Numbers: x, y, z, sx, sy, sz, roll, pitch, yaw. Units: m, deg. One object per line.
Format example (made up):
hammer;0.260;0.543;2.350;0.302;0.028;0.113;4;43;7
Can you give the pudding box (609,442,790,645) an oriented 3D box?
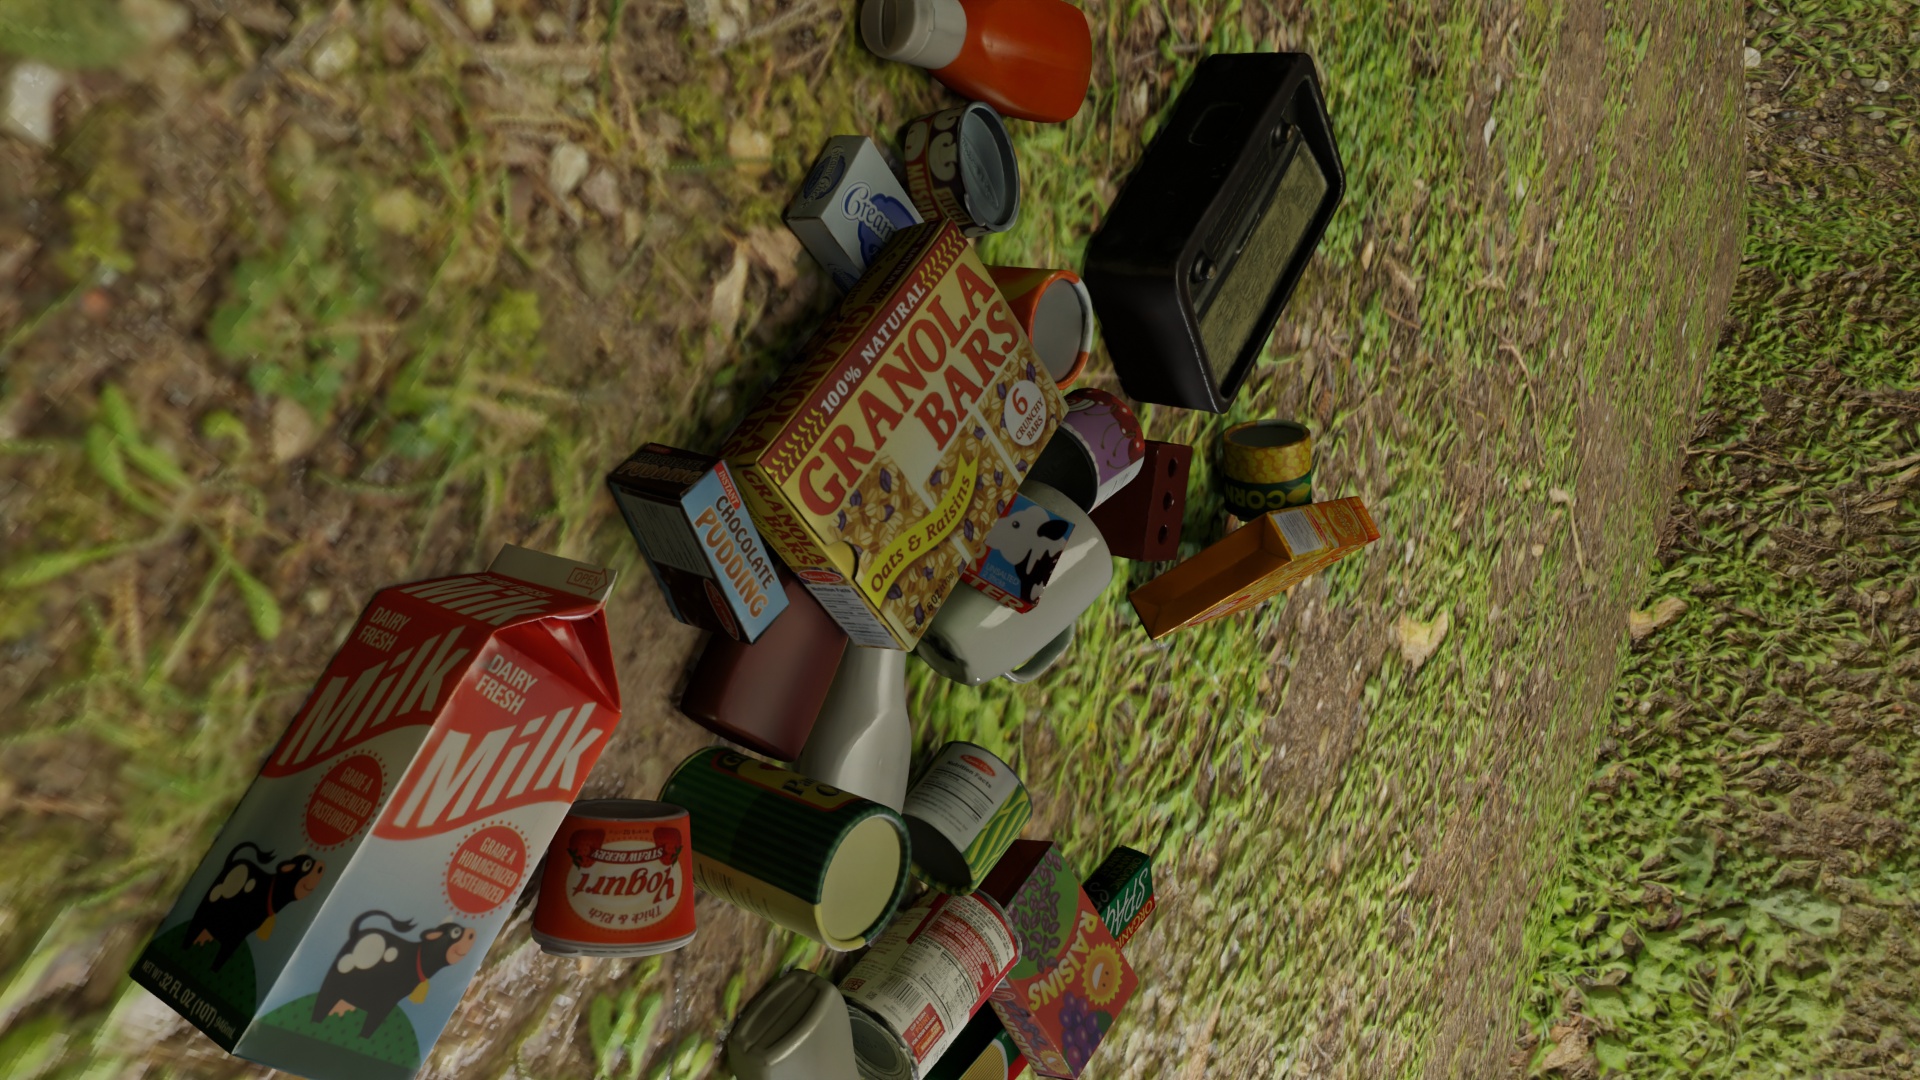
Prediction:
pudding box;-0.112;0.002;0.599;0.030;0.049;0.083;-47;134;-34

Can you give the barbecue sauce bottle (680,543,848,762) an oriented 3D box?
barbecue sauce bottle;-0.076;0.027;0.662;0.064;0.043;0.149;40;66;-44

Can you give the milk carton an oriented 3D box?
milk carton;-0.191;0.087;0.493;0.073;0.072;0.191;50;59;-48

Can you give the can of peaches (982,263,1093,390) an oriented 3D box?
can of peaches;0.031;-0.115;0.758;0.071;0.058;0.071;-21;116;-51

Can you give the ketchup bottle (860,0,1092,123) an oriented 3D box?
ketchup bottle;0.011;-0.252;0.705;0.149;0.043;0.064;-11;107;-53

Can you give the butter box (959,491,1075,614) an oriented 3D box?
butter box;0.003;-0.009;0.723;0.053;0.103;0.024;-64;-174;-20

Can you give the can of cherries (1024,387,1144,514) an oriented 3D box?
can of cherries;0.066;-0.053;0.819;0.059;0.071;0.071;-34;126;-45

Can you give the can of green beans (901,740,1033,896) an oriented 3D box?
can of green beans;-0.002;0.157;0.781;0.058;0.071;0.071;-45;133;-38

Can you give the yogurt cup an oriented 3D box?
yogurt cup;-0.143;0.139;0.584;0.072;0.072;0.054;7;86;-55

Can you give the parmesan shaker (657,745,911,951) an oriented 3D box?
parmesan shaker;-0.080;0.140;0.636;0.071;0.103;0.071;-20;116;-51

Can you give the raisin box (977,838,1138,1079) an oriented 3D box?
raisin box;0.053;0.264;0.879;0.086;0.040;0.123;-45;112;-39

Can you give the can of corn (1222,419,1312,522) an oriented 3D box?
can of corn;0.230;-0.053;1.046;0.071;0.071;0.058;-33;124;-45

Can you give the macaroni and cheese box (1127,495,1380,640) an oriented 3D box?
macaroni and cheese box;0.214;0.017;0.999;0.167;0.123;0.040;-10;70;-54

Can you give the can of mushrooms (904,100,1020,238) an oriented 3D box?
can of mushrooms;0.001;-0.185;0.705;0.071;0.033;0.071;15;72;-60

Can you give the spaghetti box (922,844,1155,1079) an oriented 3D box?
spaghetti box;0.059;0.298;0.938;0.251;0.028;0.050;-35;126;-44

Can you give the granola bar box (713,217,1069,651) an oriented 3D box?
granola bar box;-0.025;-0.050;0.650;0.124;0.039;0.166;54;55;-32

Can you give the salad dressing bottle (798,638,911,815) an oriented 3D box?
salad dressing bottle;-0.050;0.086;0.716;0.064;0.044;0.147;5;94;-53

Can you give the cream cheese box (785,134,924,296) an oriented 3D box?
cream cheese box;-0.041;-0.143;0.680;0.103;0.024;0.053;50;58;-48

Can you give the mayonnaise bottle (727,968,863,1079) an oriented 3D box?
mayonnaise bottle;-0.077;0.300;0.740;0.065;0.041;0.147;-41;131;-39
